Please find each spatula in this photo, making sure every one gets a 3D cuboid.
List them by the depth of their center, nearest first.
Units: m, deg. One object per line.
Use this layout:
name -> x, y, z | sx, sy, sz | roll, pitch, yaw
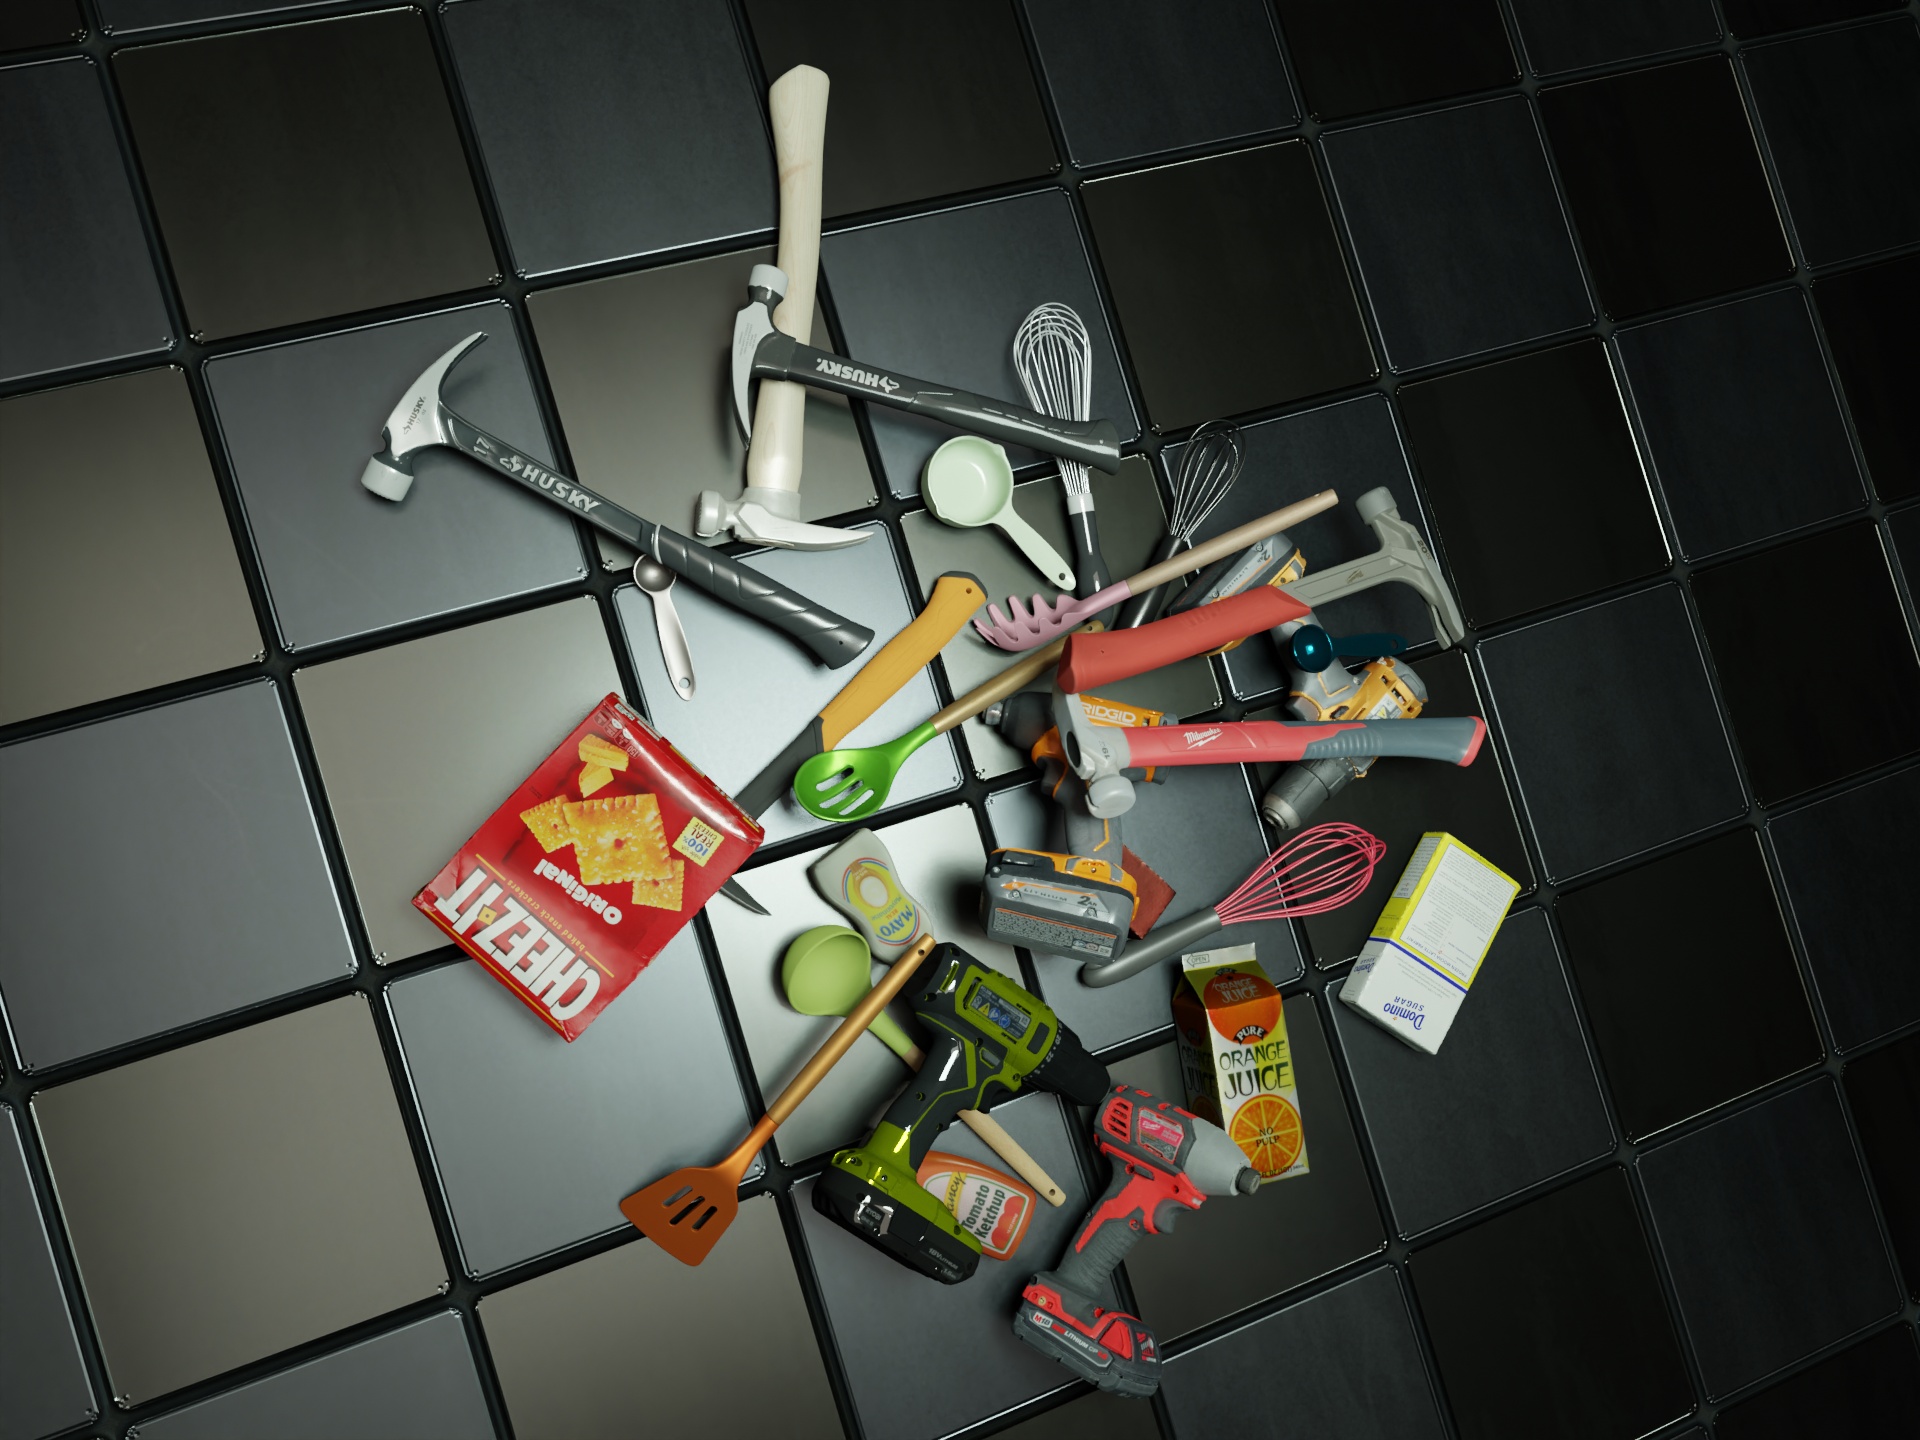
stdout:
spatula -> -0.131, 0.289, 1.240 | 0.081, 0.041, 0.322 | 43, 85, -10

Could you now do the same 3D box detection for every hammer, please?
hammer -> -0.253, -0.154, 1.256 | 0.409, 0.036, 0.149 | 28, 96, -9
hammer -> 0.242, -0.080, 1.299 | 0.359, 0.036, 0.149 | -19, 77, -22
hammer -> -0.027, -0.258, 1.306 | 0.334, 0.035, 0.146 | 14, 80, -10
hammer -> -0.094, 0.005, 1.309 | 0.127, 0.034, 0.337 | 46, 76, -6
hammer -> 0.263, 0.004, 1.318 | 0.386, 0.038, 0.143 | -2, 55, -21
hammer -> -0.132, -0.347, 1.334 | 0.146, 0.038, 0.411 | 6, 83, -16

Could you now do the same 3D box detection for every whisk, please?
whisk -> 0.237, 0.162, 1.370 | 0.296, 0.073, 0.073 | -23, 91, -11
whisk -> 0.099, -0.219, 1.374 | 0.070, 0.070, 0.284 | -11, 92, -16
whisk -> 0.186, -0.158, 1.396 | 0.055, 0.055, 0.239 | 28, 83, -11

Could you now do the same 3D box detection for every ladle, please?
ladle -> -0.023, 0.288, 1.290 | 0.078, 0.062, 0.320 | -45, 99, -9

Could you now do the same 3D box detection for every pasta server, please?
pasta server -> 0.163, -0.128, 1.329 | 0.316, 0.060, 0.040 | -24, 115, 8

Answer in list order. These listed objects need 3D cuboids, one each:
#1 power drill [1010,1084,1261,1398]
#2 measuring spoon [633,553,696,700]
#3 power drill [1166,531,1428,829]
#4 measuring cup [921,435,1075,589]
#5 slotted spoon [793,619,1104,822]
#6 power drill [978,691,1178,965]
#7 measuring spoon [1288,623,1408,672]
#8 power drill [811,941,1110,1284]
power drill -> 0.144, 0.418, 1.279 | 0.078, 0.143, 0.220 | 41, 72, -52
measuring spoon -> -0.237, -0.076, 1.293 | 0.034, 0.018, 0.124 | -15, 95, -8
power drill -> 0.281, -0.033, 1.392 | 0.185, 0.084, 0.226 | -46, 101, -13
measuring cup -> 0.034, -0.171, 1.363 | 0.167, 0.038, 0.083 | 44, 76, -15
slotted spoon -> -0.002, -0.004, 1.306 | 0.314, 0.031, 0.070 | -32, 64, -23
power drill -> 0.081, 0.072, 1.290 | 0.164, 0.084, 0.227 | 13, 54, 5
measuring spoon -> 0.330, -0.061, 1.363 | 0.128, 0.021, 0.042 | -4, 81, -29
power drill -> 0.005, 0.314, 1.242 | 0.190, 0.080, 0.228 | 38, 68, -17
